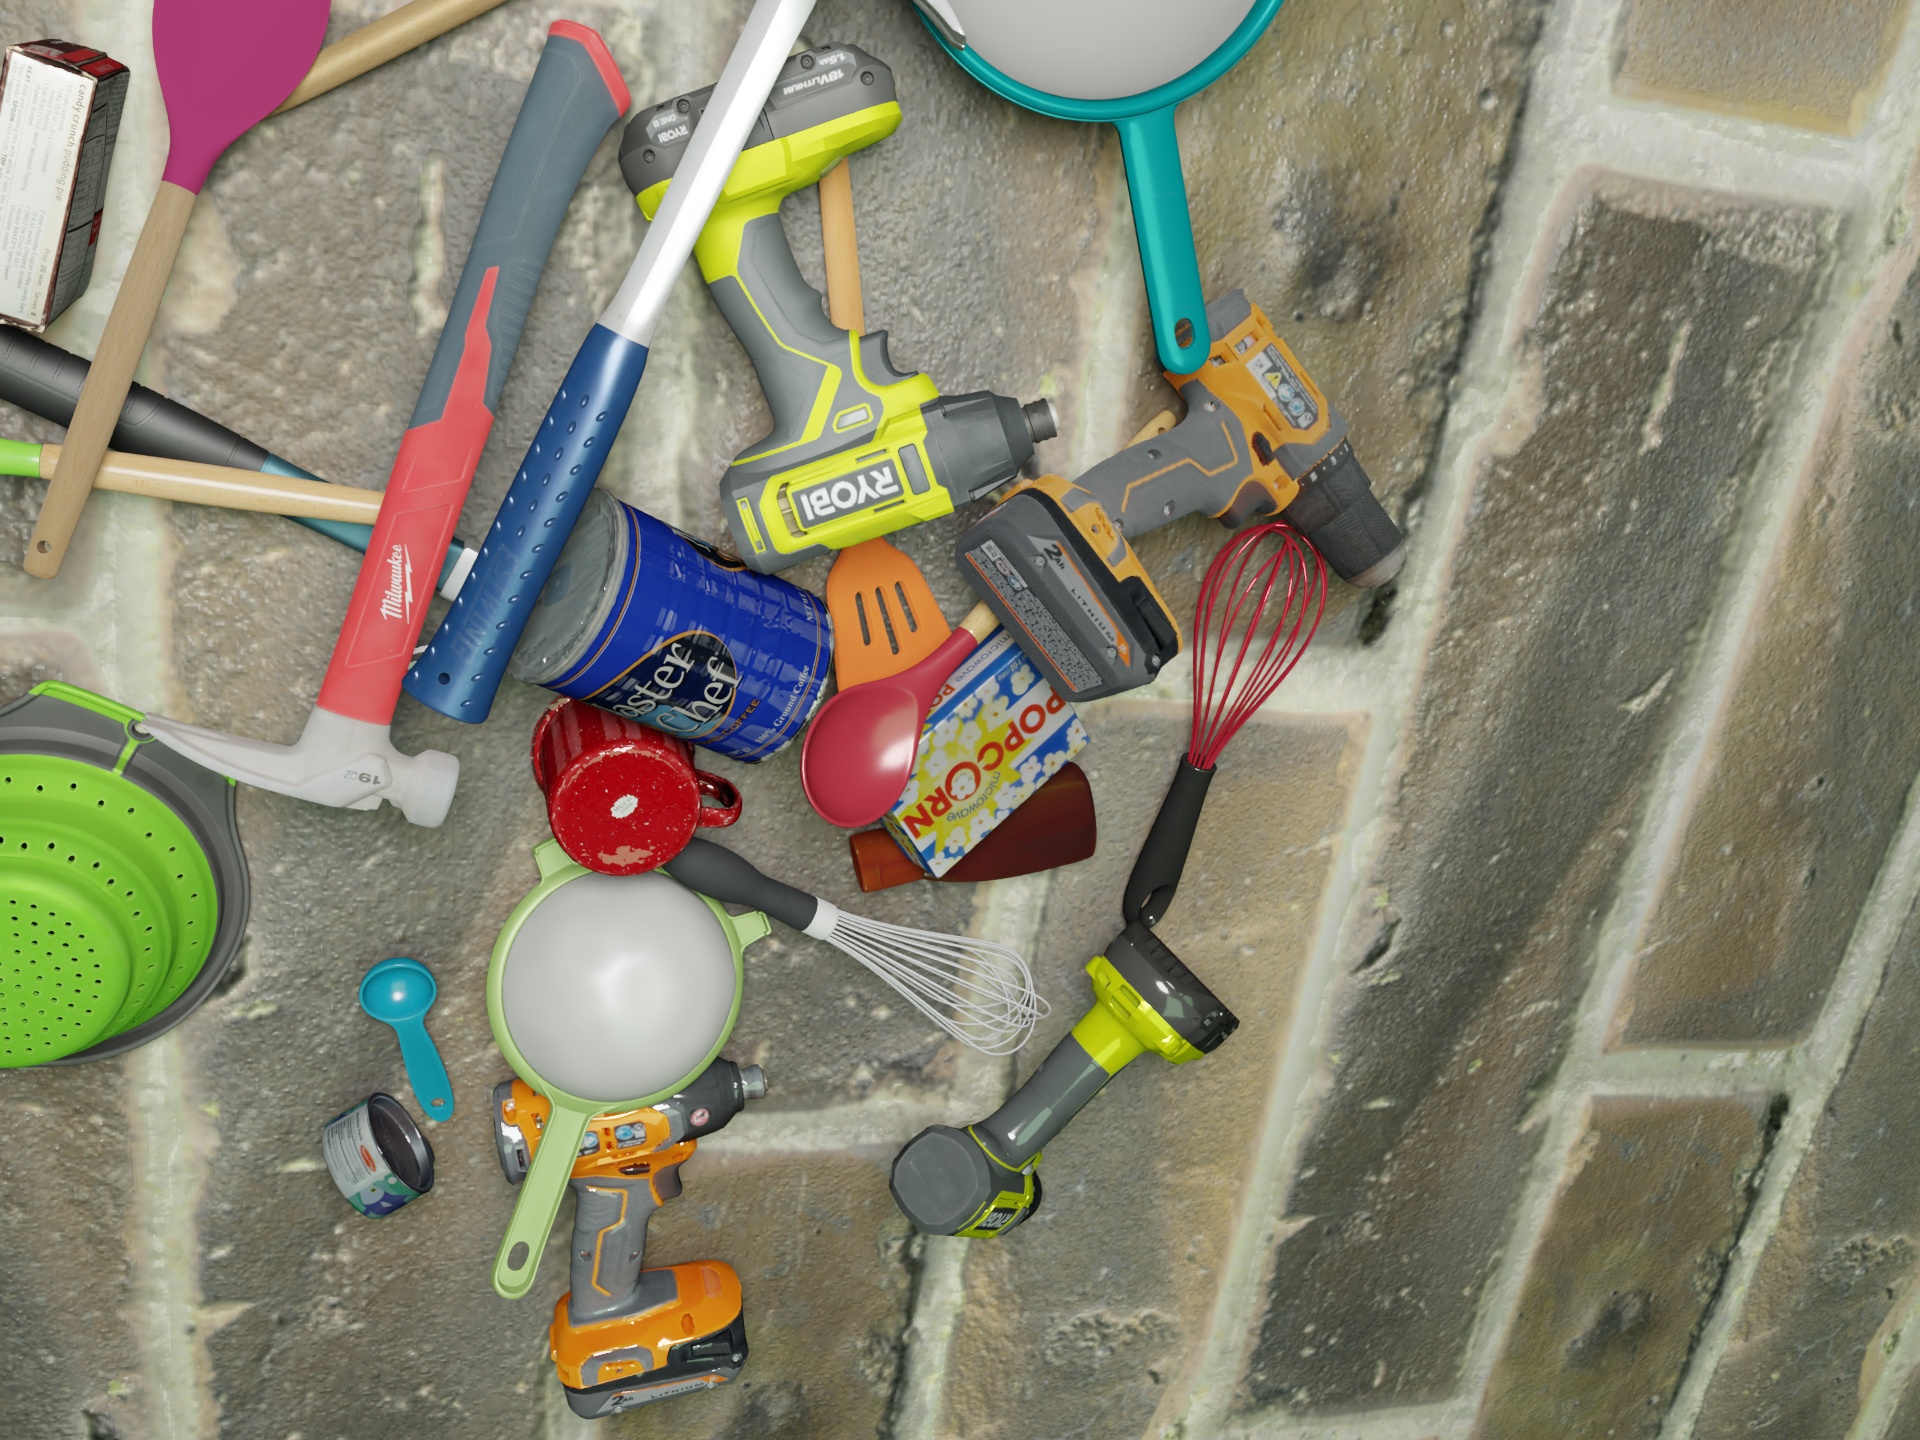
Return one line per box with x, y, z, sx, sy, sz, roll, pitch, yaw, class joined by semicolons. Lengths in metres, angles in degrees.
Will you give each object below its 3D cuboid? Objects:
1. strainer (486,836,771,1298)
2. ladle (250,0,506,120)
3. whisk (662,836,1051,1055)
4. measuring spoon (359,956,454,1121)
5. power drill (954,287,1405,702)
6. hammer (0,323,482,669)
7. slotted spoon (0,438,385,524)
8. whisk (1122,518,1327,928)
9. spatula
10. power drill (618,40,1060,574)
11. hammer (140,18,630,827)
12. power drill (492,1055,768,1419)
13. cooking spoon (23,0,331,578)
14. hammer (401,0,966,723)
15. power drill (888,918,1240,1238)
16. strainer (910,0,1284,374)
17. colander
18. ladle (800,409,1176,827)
-0.204;0.201;0.893;0.151;0.069;0.256;24;77;-23;strainer
-0.186;-0.356;0.736;0.320;0.062;0.078;-26;117;2;ladle
-0.059;0.132;0.964;0.284;0.070;0.070;29;102;-27;whisk
-0.322;0.187;0.941;0.042;0.021;0.128;-13;125;-13;measuring spoon
0.131;-0.103;0.864;0.226;0.084;0.185;-43;99;-22;power drill
-0.358;-0.127;0.779;0.330;0.033;0.128;26;102;-25;hammer
-0.397;-0.114;0.738;0.313;0.031;0.070;6;95;-22;slotted spoon
0.154;0.009;0.991;0.073;0.073;0.295;7;117;-20;whisk
-0.052;-0.168;0.854;0.081;0.041;0.322;-17;116;-27;spatula
-0.059;-0.202;0.781;0.171;0.080;0.223;-19;105;2;power drill
-0.257;-0.147;0.754;0.143;0.038;0.386;18;94;-25;hammer
-0.193;0.312;0.999;0.164;0.084;0.226;-10;111;-13;power drill
-0.359;-0.214;0.712;0.068;0.017;0.319;20;91;-20;cooking spoon
-0.142;-0.180;0.716;0.144;0.035;0.405;28;99;-6;hammer
0.070;0.245;1.028;0.228;0.080;0.190;-45;155;0;power drill
0.070;-0.342;0.783;0.211;0.095;0.340;-18;116;-8;strainer
-0.524;0.172;0.821;0.204;0.095;0.397;31;101;-27;colander
0.021;-0.065;0.876;0.315;0.031;0.069;-48;118;-17;ladle
